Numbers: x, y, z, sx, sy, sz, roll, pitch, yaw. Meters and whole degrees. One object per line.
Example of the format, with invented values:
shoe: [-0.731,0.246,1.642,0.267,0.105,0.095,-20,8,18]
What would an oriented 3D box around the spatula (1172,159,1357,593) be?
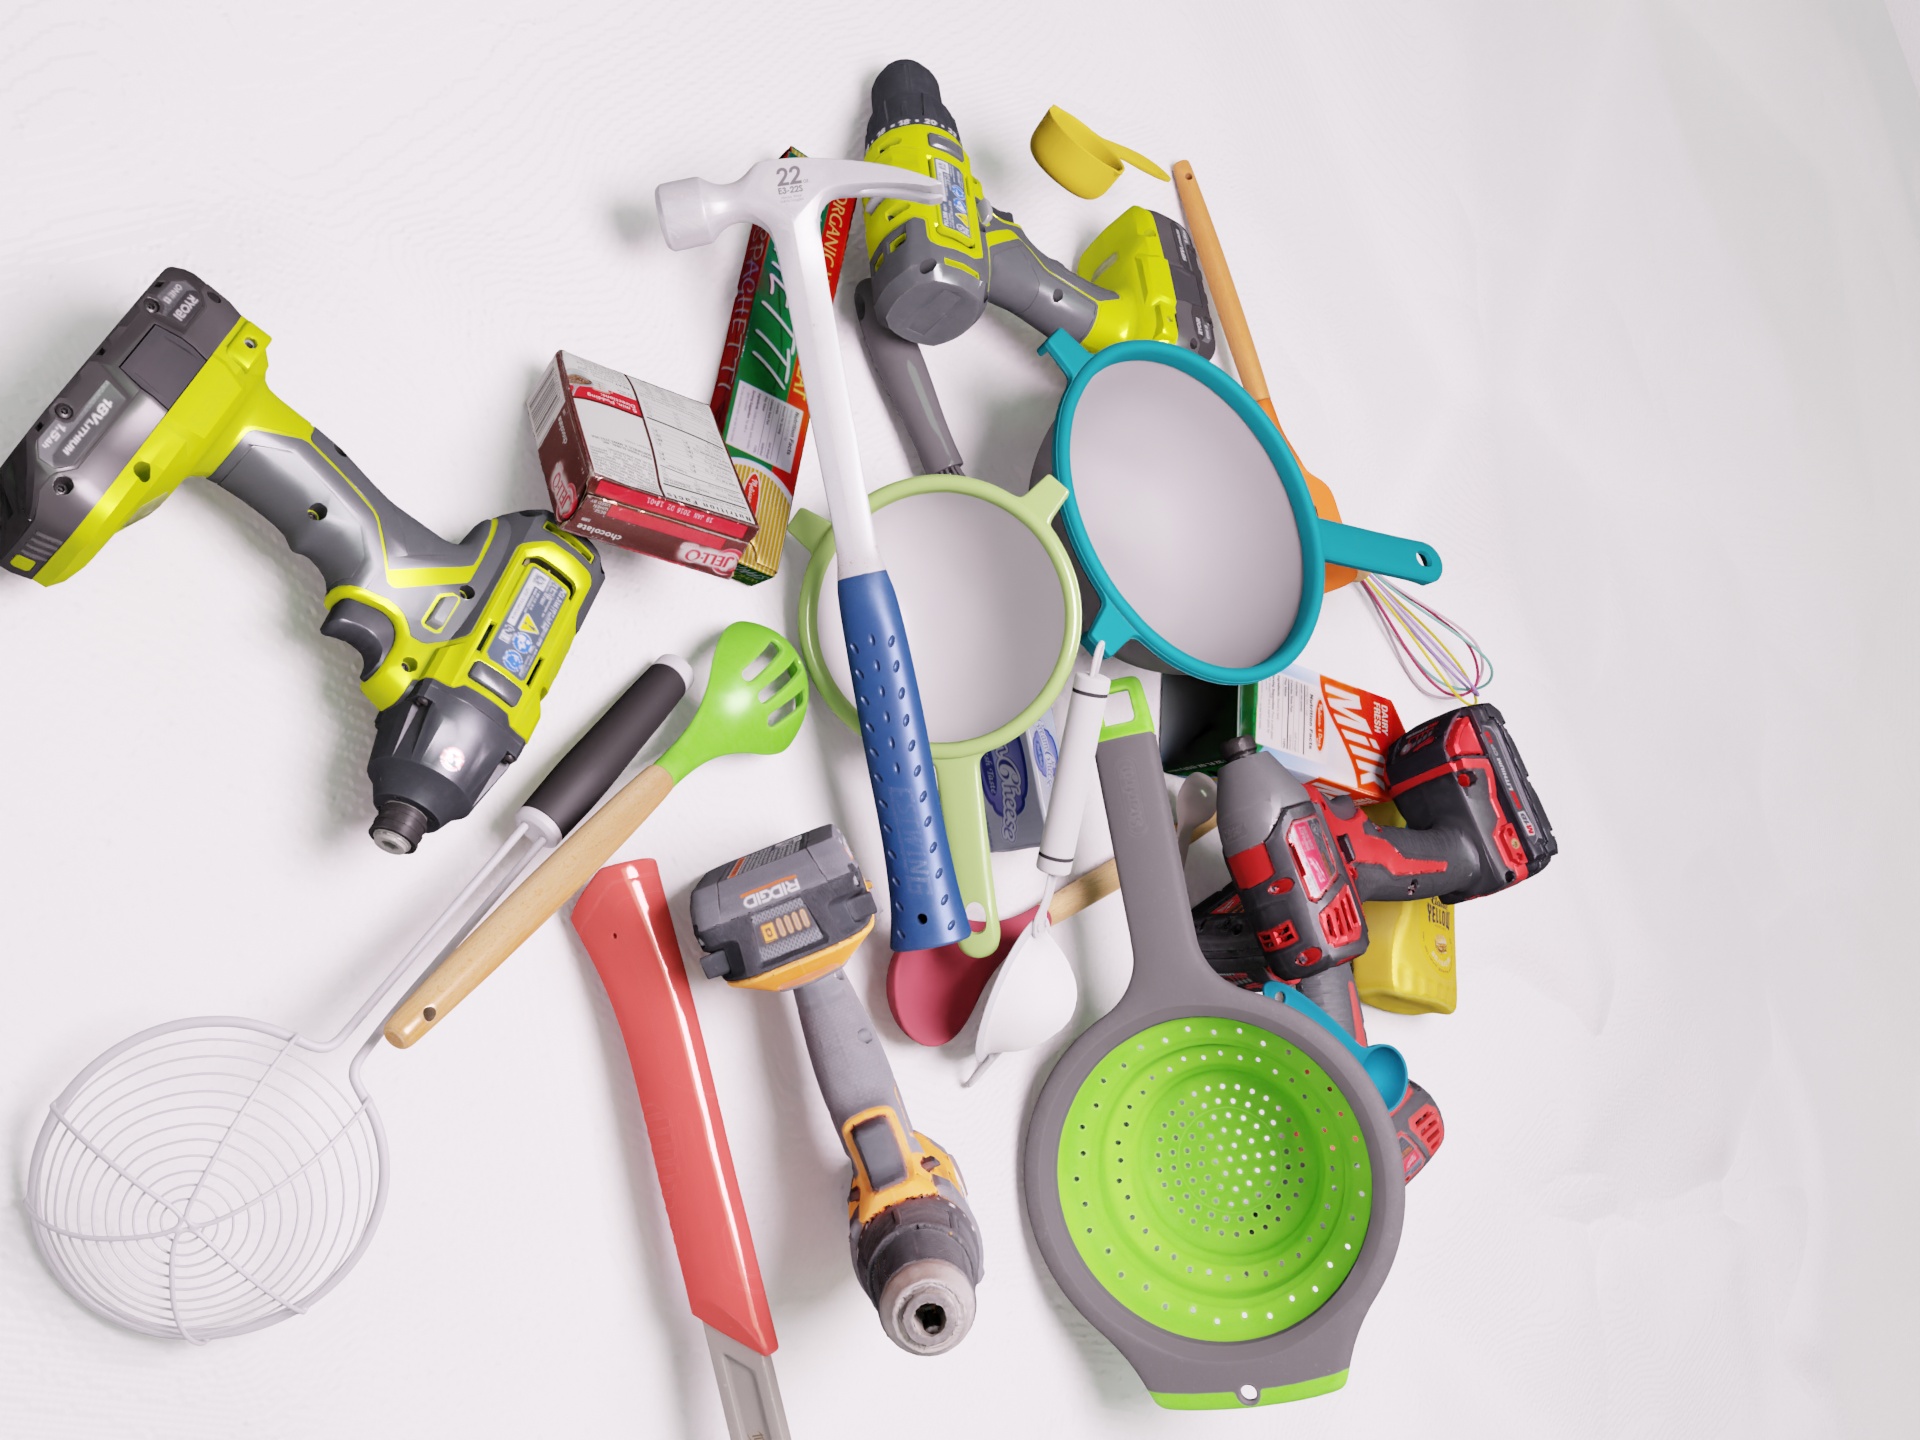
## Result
spatula: [0.200,-0.242,1.117,0.081,0.041,0.323,-15,81,-9]

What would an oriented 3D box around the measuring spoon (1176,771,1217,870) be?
measuring spoon: [0.138,0.093,0.982,0.034,0.018,0.124,20,83,-49]

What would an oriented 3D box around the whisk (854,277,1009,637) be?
whisk: [-0.010,-0.146,0.924,0.055,0.055,0.239,-22,90,-40]

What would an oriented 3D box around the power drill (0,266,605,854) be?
power drill: [-0.271,-0.062,0.663,0.223,0.080,0.171,39,50,-28]

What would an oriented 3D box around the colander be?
colander: [0.131,0.173,0.909,0.094,0.204,0.397,26,53,-71]

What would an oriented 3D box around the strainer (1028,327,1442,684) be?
strainer: [0.162,-0.105,0.982,0.340,0.095,0.211,5,70,-38]

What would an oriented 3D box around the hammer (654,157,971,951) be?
hammer: [-0.046,-0.086,0.811,0.144,0.035,0.405,-11,91,1]

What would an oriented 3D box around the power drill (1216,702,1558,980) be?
power drill: [0.249,0.062,0.963,0.219,0.078,0.143,-13,76,-34]

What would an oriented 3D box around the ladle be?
ladle: [0.066,0.104,0.936,0.315,0.031,0.069,-23,105,-42]

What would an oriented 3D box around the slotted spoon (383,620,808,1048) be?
slotted spoon: [-0.150,0.042,0.728,0.070,0.031,0.314,62,38,-19]

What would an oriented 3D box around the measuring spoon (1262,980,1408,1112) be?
measuring spoon: [0.219,0.192,0.953,0.128,0.021,0.042,39,68,-21]

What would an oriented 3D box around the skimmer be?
skimmer: [-0.233,0.096,0.696,0.127,0.090,0.363,46,45,-14]

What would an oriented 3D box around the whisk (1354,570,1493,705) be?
whisk: [0.311,-0.093,1.169,0.244,0.051,0.047,42,63,-20]

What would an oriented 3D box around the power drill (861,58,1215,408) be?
power drill: [0.039,-0.291,0.966,0.228,0.080,0.191,15,55,-34]

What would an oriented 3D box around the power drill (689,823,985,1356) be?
power drill: [-0.050,0.169,0.733,0.084,0.185,0.226,-21,92,-4]

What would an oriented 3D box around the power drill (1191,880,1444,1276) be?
power drill: [0.211,0.218,0.997,0.188,0.080,0.226,-26,99,-39]

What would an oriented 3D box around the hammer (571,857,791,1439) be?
hammer: [-0.103,0.237,0.719,0.036,0.149,0.359,14,60,-74]

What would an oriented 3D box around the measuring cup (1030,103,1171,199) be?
measuring cup: [0.091,-0.339,0.981,0.062,0.029,0.156,50,28,13]

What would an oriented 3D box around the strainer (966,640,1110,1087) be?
strainer: [0.050,0.084,0.844,0.087,0.050,0.258,-17,120,-67]

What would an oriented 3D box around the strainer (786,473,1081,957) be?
strainer: [-0.001,-0.003,0.865,0.069,0.151,0.256,-22,105,-82]
